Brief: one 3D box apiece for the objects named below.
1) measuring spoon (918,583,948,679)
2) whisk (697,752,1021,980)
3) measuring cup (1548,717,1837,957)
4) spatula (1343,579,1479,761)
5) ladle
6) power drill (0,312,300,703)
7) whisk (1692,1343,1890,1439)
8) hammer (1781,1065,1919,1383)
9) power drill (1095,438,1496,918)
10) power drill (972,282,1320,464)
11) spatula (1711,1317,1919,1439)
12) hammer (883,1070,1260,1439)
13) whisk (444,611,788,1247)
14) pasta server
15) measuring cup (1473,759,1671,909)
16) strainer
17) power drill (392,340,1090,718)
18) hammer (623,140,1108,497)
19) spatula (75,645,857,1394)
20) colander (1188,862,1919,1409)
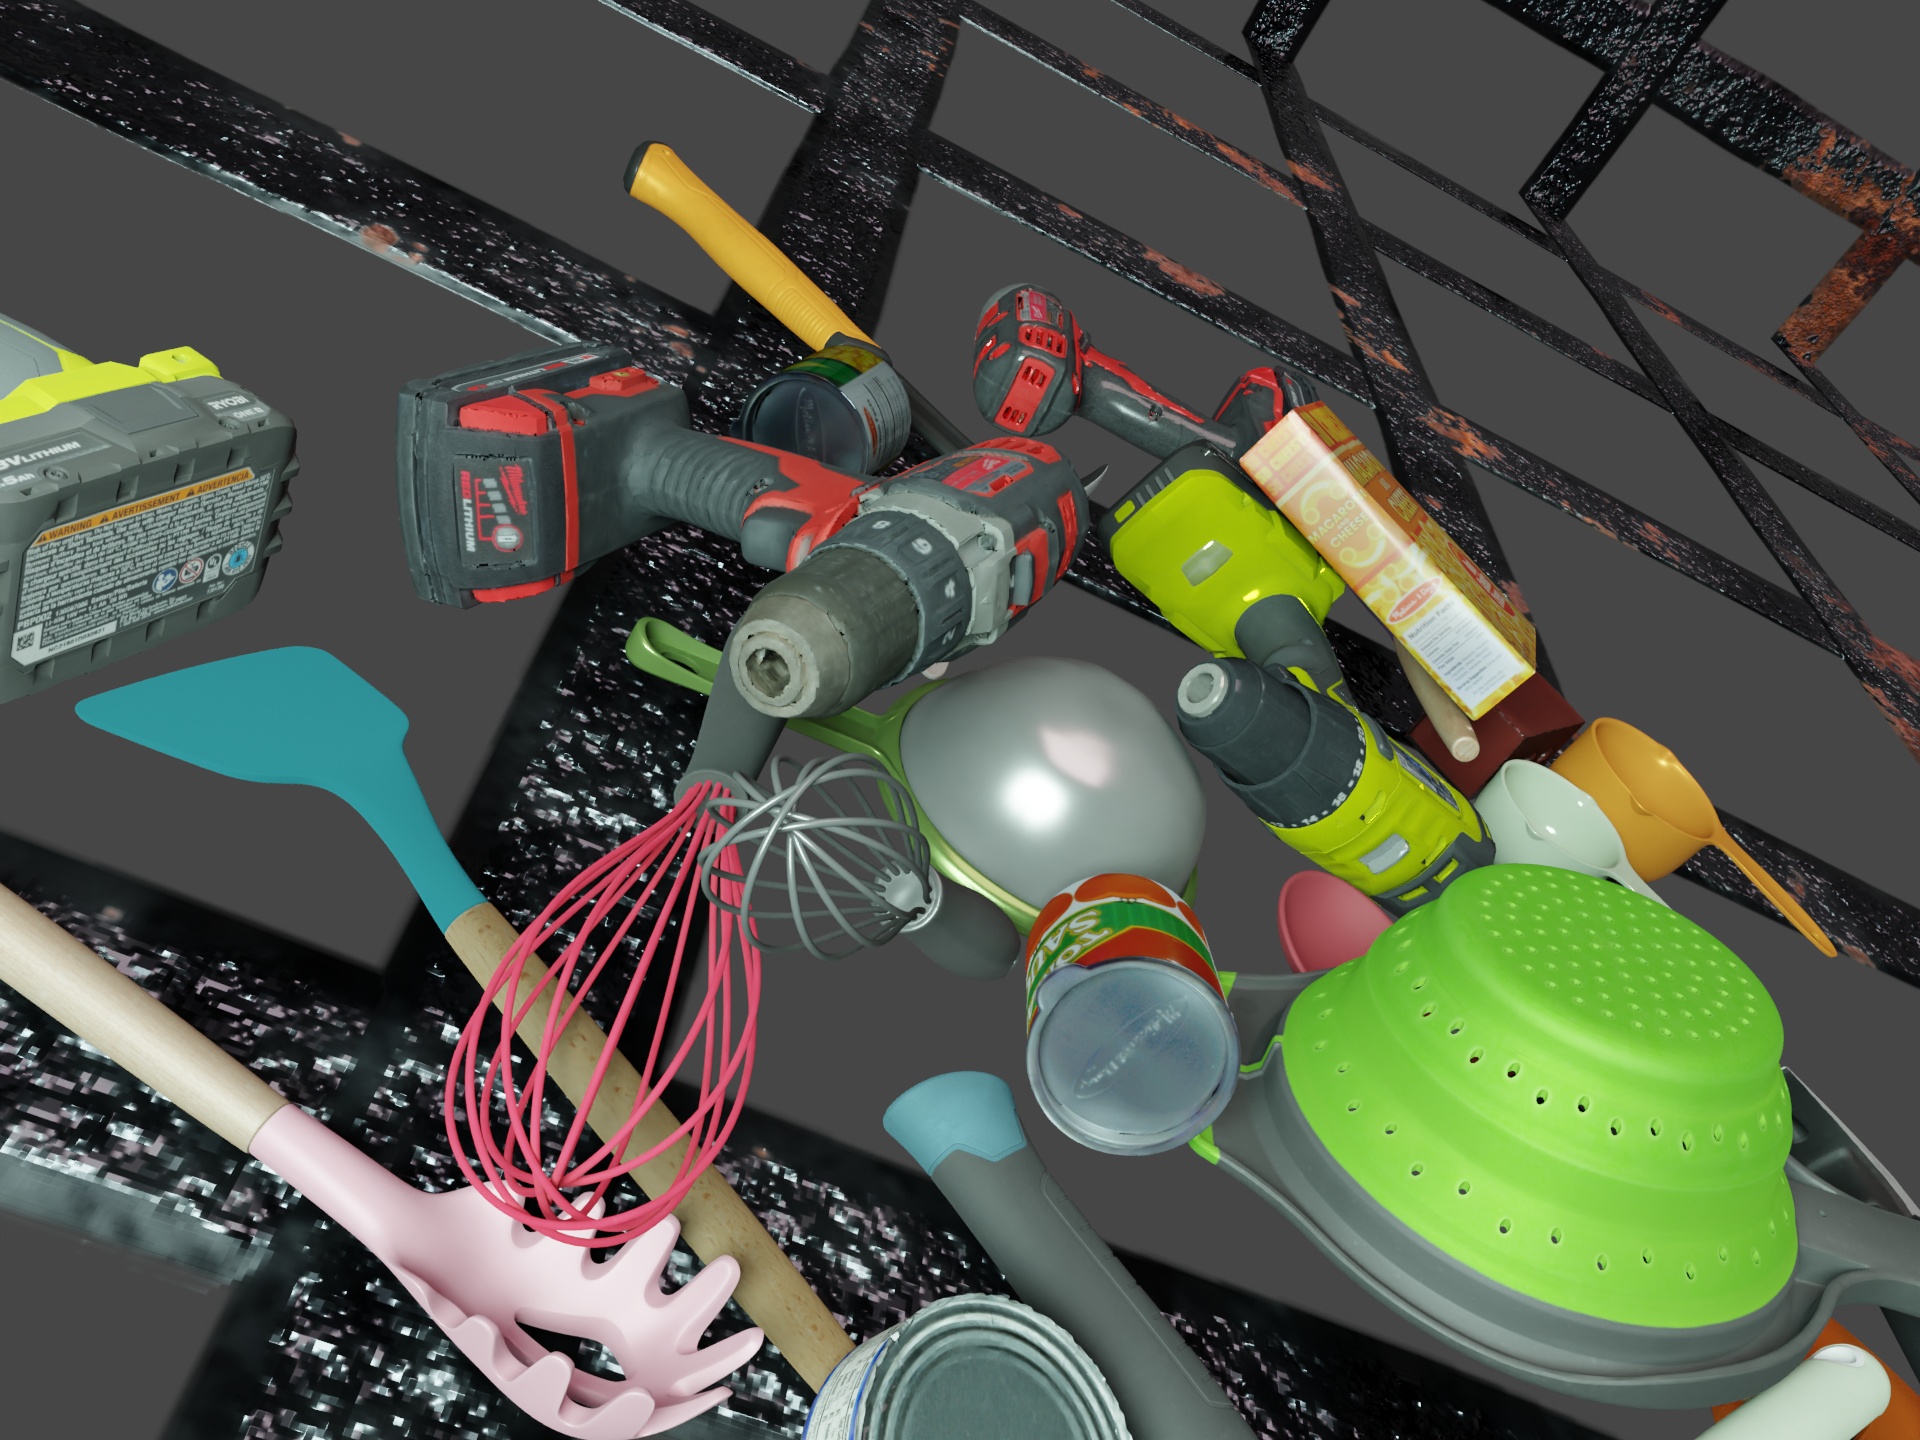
[{"bbox_3d":[-0.018,-0.060,0.745,0.034,0.018,0.124,18,42,-21],"label":"measuring spoon"},{"bbox_3d":[-0.016,0.055,0.471,0.055,0.055,0.238,48,0,22],"label":"whisk"},{"bbox_3d":[0.395,0.077,0.873,0.174,0.052,0.095,46,35,10],"label":"measuring cup"},{"bbox_3d":[0.247,-0.039,0.875,0.059,0.018,0.316,29,20,-4],"label":"spatula"},{"bbox_3d":[0.225,0.172,0.593,0.069,0.031,0.316,-8,42,-37],"label":"ladle"},{"bbox_3d":[-0.337,-0.106,0.484,0.223,0.080,0.171,34,32,9],"label":"power drill"},{"bbox_3d":[0.205,0.227,0.452,0.246,0.058,0.059,-6,84,-38],"label":"whisk"},{"bbox_3d":[0.347,0.251,0.534,0.146,0.035,0.335,45,23,-10],"label":"hammer"},{"bbox_3d":[0.142,-0.027,0.738,0.190,0.080,0.229,32,28,-37],"label":"power drill"},{"bbox_3d":[0.111,-0.198,0.973,0.219,0.078,0.143,20,35,-14],"label":"power drill"},{"bbox_3d":[0.249,0.263,0.491,0.081,0.041,0.322,42,24,24],"label":"spatula"},{"bbox_3d":[0.090,0.231,0.436,0.128,0.033,0.331,-11,53,-48],"label":"hammer"},{"bbox_3d":[-0.079,0.034,0.473,0.073,0.073,0.296,26,29,-10],"label":"whisk"},{"bbox_3d":[-0.190,0.080,0.395,0.316,0.040,0.060,34,20,5],"label":"pasta server"},{"bbox_3d":[0.328,0.092,0.809,0.083,0.038,0.168,-16,59,-49],"label":"measuring cup"},{"bbox_3d":[-0.001,-0.002,0.627,0.256,0.069,0.152,23,34,-18],"label":"strainer"},{"bbox_3d":[-0.086,-0.065,0.546,0.227,0.080,0.188,14,27,21],"label":"power drill"},{"bbox_3d":[-0.067,-0.217,0.884,0.337,0.034,0.127,45,36,18],"label":"hammer"},{"bbox_3d":[-0.129,0.082,0.459,0.318,0.044,0.082,47,35,13],"label":"spatula"},{"bbox_3d":[0.277,0.136,0.521,0.397,0.094,0.205,17,27,5],"label":"colander"}]
